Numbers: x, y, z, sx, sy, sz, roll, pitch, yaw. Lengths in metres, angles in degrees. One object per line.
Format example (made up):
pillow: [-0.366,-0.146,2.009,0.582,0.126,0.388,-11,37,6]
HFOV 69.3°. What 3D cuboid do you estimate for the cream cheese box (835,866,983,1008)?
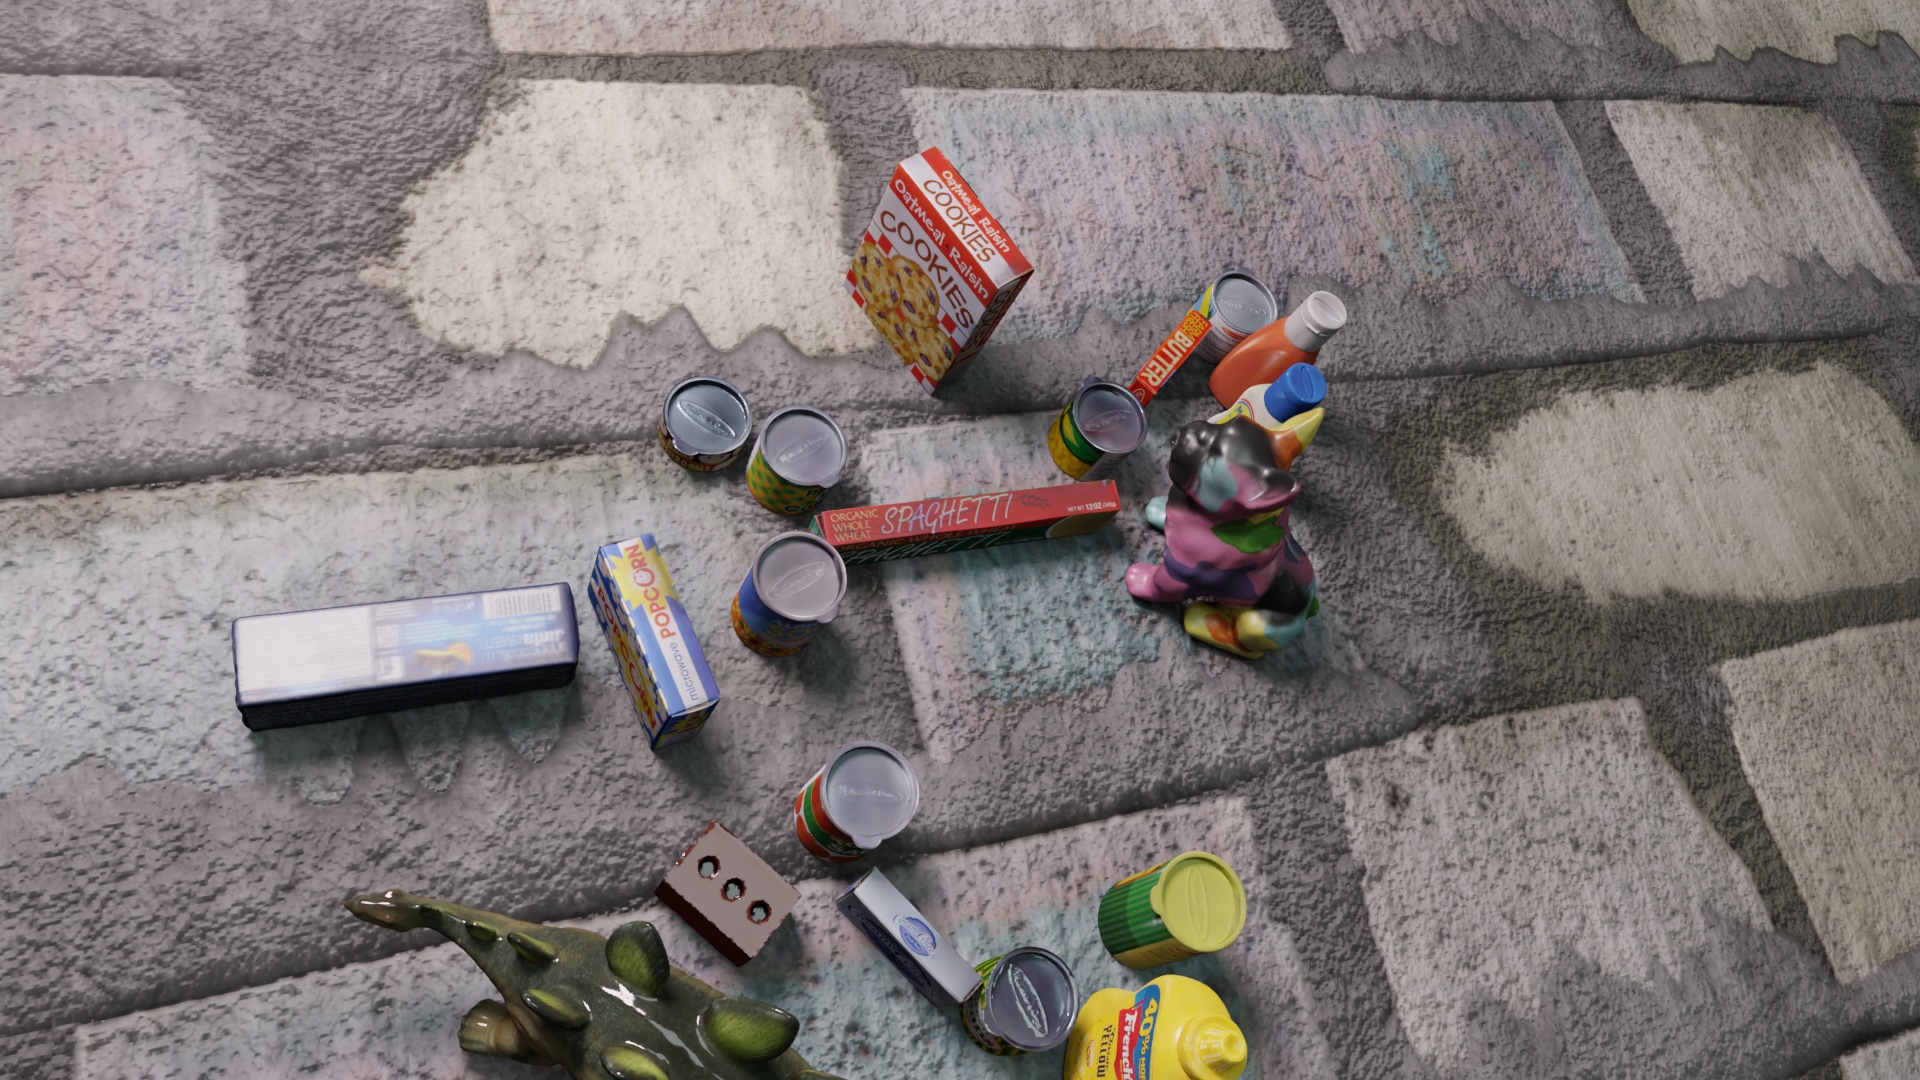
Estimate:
cream cheese box: [-0.036,0.267,0.927,0.104,0.053,0.024,46,60,3]

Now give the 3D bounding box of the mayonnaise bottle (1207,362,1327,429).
mayonnaise bottle: [0.246,-0.096,1.143,0.041,0.147,0.065,0,67,-21]

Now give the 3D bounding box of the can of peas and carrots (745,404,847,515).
can of peas and carrots: [-0.121,-0.057,1.039,0.071,0.058,0.071,8,65,-17]

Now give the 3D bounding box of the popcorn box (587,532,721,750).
popcorn box: [-0.208,0.069,0.934,0.038,0.085,0.127,-19,75,-27]

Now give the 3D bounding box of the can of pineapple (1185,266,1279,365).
can of pineapple: [0.242,-0.199,1.240,0.071,0.057,0.071,8,65,-17]

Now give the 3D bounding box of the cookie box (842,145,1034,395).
cookie box: [-0.021,-0.206,1.081,0.040,0.166,0.123,-34,82,-29]

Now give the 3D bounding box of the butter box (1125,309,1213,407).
butter box: [0.174,-0.151,1.195,0.024,0.053,0.104,41,60,0]

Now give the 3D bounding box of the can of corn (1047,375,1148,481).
can of corn: [0.111,-0.091,1.142,0.071,0.058,0.071,8,65,-17]

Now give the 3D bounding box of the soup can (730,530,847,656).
soup can: [-0.121,0.042,0.980,0.071,0.083,0.071,8,65,-17]

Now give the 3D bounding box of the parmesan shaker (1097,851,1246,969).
parmesan shaker: [0.143,0.259,0.969,0.071,0.102,0.071,8,65,-17]

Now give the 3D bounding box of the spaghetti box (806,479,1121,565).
spaghetti box: [0.004,-0.013,1.071,0.251,0.050,0.029,-7,70,-23]

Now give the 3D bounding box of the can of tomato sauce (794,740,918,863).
can of tomato sauce: [-0.071,0.180,0.936,0.071,0.082,0.071,8,65,-17]

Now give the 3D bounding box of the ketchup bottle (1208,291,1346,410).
ketchup bottle: [0.272,-0.157,1.180,0.065,0.148,0.044,38,60,-1]

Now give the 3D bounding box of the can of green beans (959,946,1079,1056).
can of green beans: [0.038,0.310,0.933,0.071,0.057,0.071,8,65,-17]

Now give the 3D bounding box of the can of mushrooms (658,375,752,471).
can of mushrooms: [-0.193,-0.085,1.039,0.071,0.033,0.071,8,64,-17]
